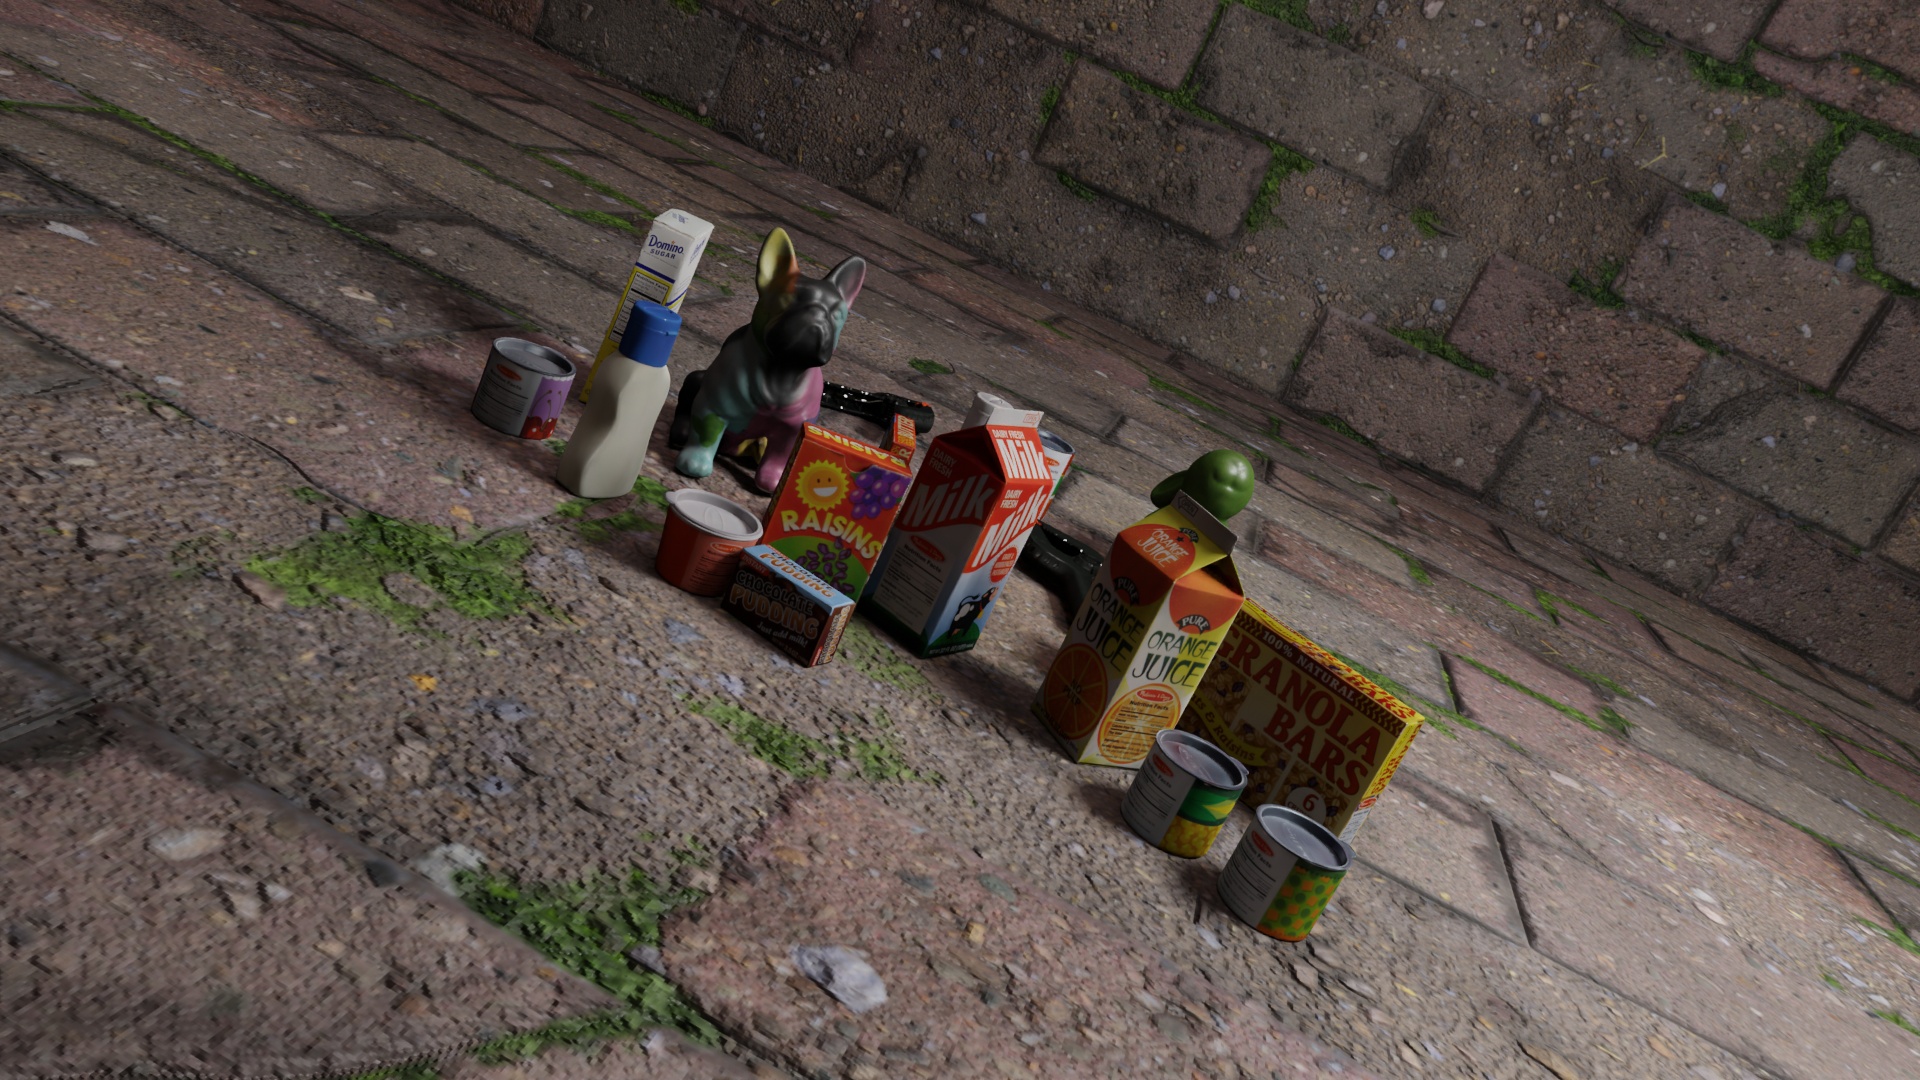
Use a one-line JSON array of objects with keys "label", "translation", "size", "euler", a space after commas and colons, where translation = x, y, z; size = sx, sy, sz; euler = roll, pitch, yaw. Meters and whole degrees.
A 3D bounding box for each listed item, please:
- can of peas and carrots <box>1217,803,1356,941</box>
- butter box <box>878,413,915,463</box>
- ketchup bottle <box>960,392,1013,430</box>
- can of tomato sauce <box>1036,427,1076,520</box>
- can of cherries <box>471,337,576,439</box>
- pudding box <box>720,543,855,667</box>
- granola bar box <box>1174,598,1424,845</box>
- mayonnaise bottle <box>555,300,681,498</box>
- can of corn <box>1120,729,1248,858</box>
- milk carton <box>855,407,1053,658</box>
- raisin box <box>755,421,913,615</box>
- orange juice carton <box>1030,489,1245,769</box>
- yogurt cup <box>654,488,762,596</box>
[{"label": "can of peas and carrots", "translation": [0.207, 0.211, 0.881], "size": [0.071, 0.058, 0.071], "euler": [23, 18, -7]}, {"label": "butter box", "translation": [-0.065, -0.087, 1.379], "size": [0.024, 0.053, 0.104], "euler": [22, 18, -10]}, {"label": "ketchup bottle", "translation": [0.002, -0.057, 1.225], "size": [0.043, 0.148, 0.065], "euler": [28, 17, 10]}, {"label": "can of tomato sauce", "translation": [0.075, -0.072, 1.476], "size": [0.071, 0.082, 0.071], "euler": [23, 17, -7]}, {"label": "can of cherries", "translation": [-0.343, -0.120, 1.096], "size": [0.071, 0.058, 0.072], "euler": [23, 18, -7]}, {"label": "pudding box", "translation": [-0.117, 0.043, 0.944], "size": [0.084, 0.049, 0.030], "euler": [32, 19, 22]}, {"label": "granola bar box", "translation": [0.240, 0.137, 1.028], "size": [0.039, 0.123, 0.166], "euler": [4, 27, -49]}, {"label": "mayonnaise bottle", "translation": [-0.248, -0.103, 1.027], "size": [0.041, 0.147, 0.065], "euler": [32, 18, 22]}, {"label": "can of corn", "translation": [0.150, 0.169, 0.926], "size": [0.071, 0.058, 0.071], "euler": [23, 18, -7]}, {"label": "milk carton", "translation": [0.004, -0.013, 1.034], "size": [0.073, 0.190, 0.072], "euler": [34, 19, 27]}, {"label": "raisin box", "translation": [-0.098, -0.014, 1.013], "size": [0.086, 0.123, 0.040], "euler": [20, 18, -15]}, {"label": "orange juice carton", "translation": [0.132, 0.063, 0.984], "size": [0.073, 0.192, 0.072], "euler": [13, 21, -35]}, {"label": "yogurt cup", "translation": [-0.179, 0.003, 0.970], "size": [0.072, 0.053, 0.072], "euler": [23, 18, -7]}]
